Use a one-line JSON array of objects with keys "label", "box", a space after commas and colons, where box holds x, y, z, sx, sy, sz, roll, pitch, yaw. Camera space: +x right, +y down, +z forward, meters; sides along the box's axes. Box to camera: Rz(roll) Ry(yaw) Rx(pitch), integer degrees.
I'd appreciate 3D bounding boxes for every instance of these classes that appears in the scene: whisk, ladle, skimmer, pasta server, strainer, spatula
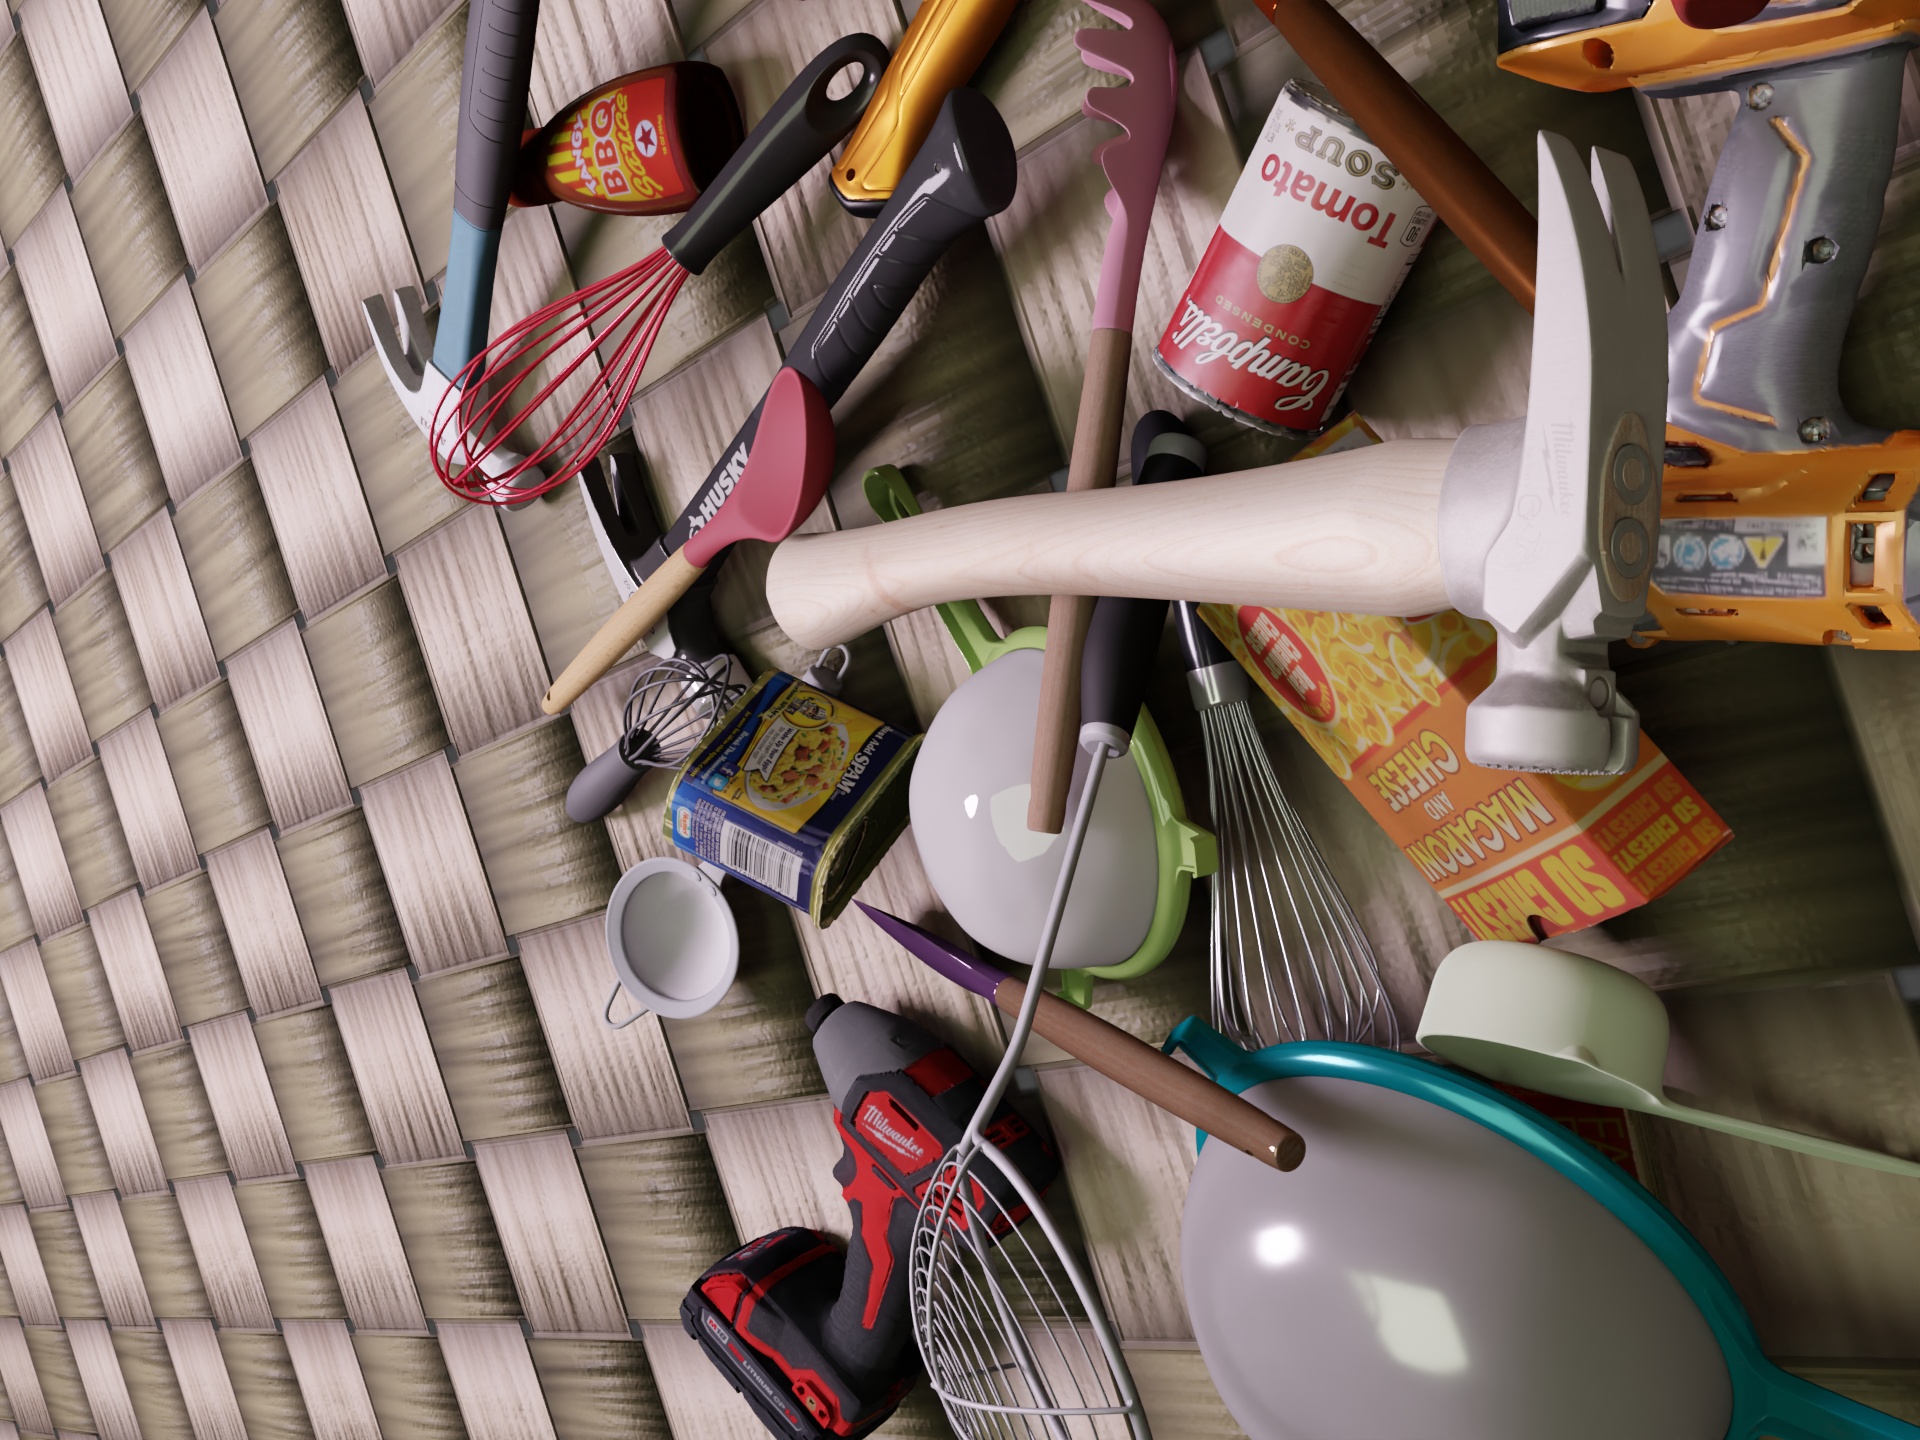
[{"label": "whisk", "box": [-0.140, -0.198, 0.722, 0.296, 0.073, 0.073, -39, 75, 20]}, {"label": "ladle", "box": [-0.137, -0.066, 0.754, 0.315, 0.031, 0.069, -34, 57, 48]}, {"label": "skimmer", "box": [0.061, 0.071, 0.536, 0.127, 0.090, 0.363, 124, 164, -69]}, {"label": "pasta server", "box": [0.045, -0.116, 0.586, 0.040, 0.060, 0.316, 8, 89, 7]}, {"label": "strainer", "box": [0.199, 0.228, 0.505, 0.340, 0.095, 0.210, 11, 132, 43]}, {"label": "spatula", "box": [0.118, -0.199, 0.478, 0.081, 0.041, 0.323, -49, 48, 31]}, {"label": "whisk", "box": [0.106, 0.018, 0.613, 0.070, 0.070, 0.284, -16, 86, 40]}, {"label": "spatula", "box": [0.033, 0.117, 0.631, 0.059, 0.018, 0.316, 42, 168, -24]}, {"label": "whisk", "box": [-0.163, 0.018, 0.808, 0.239, 0.055, 0.055, -32, 80, 58]}, {"label": "strainer", "box": [-0.115, 0.062, 0.813, 0.087, 0.050, 0.258, 41, 118, 17]}, {"label": "strainer", "box": [-0.001, -0.002, 0.663, 0.257, 0.069, 0.151, 61, 150, 21]}]

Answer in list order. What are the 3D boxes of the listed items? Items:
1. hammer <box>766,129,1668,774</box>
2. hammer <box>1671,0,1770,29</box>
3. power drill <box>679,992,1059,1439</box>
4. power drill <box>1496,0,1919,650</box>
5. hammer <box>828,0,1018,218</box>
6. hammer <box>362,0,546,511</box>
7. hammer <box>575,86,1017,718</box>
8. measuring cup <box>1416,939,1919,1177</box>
[{"label": "hammer", "box": [0.039, -0.067, 0.525, 0.411, 0.038, 0.146, 4, 92, 57]}, {"label": "hammer", "box": [0.139, -0.341, 0.430, 0.149, 0.036, 0.359, -20, 73, 23]}, {"label": "power drill", "box": [-0.052, 0.245, 0.786, 0.143, 0.078, 0.219, 40, 120, 25]}, {"label": "power drill", "box": [0.207, -0.133, 0.479, 0.185, 0.084, 0.226, 5, 108, 40]}, {"label": "hammer", "box": [0.034, -0.336, 0.592, 0.127, 0.034, 0.336, 53, 129, 20]}, {"label": "hammer", "box": [-0.234, -0.260, 0.781, 0.128, 0.033, 0.330, 42, 137, 14]}, {"label": "hammer", "box": [-0.078, -0.145, 0.712, 0.146, 0.035, 0.334, 58, 135, 13]}, {"label": "measuring cup", "box": [0.235, 0.110, 0.518, 0.167, 0.083, 0.038, 15, 74, 5]}]
